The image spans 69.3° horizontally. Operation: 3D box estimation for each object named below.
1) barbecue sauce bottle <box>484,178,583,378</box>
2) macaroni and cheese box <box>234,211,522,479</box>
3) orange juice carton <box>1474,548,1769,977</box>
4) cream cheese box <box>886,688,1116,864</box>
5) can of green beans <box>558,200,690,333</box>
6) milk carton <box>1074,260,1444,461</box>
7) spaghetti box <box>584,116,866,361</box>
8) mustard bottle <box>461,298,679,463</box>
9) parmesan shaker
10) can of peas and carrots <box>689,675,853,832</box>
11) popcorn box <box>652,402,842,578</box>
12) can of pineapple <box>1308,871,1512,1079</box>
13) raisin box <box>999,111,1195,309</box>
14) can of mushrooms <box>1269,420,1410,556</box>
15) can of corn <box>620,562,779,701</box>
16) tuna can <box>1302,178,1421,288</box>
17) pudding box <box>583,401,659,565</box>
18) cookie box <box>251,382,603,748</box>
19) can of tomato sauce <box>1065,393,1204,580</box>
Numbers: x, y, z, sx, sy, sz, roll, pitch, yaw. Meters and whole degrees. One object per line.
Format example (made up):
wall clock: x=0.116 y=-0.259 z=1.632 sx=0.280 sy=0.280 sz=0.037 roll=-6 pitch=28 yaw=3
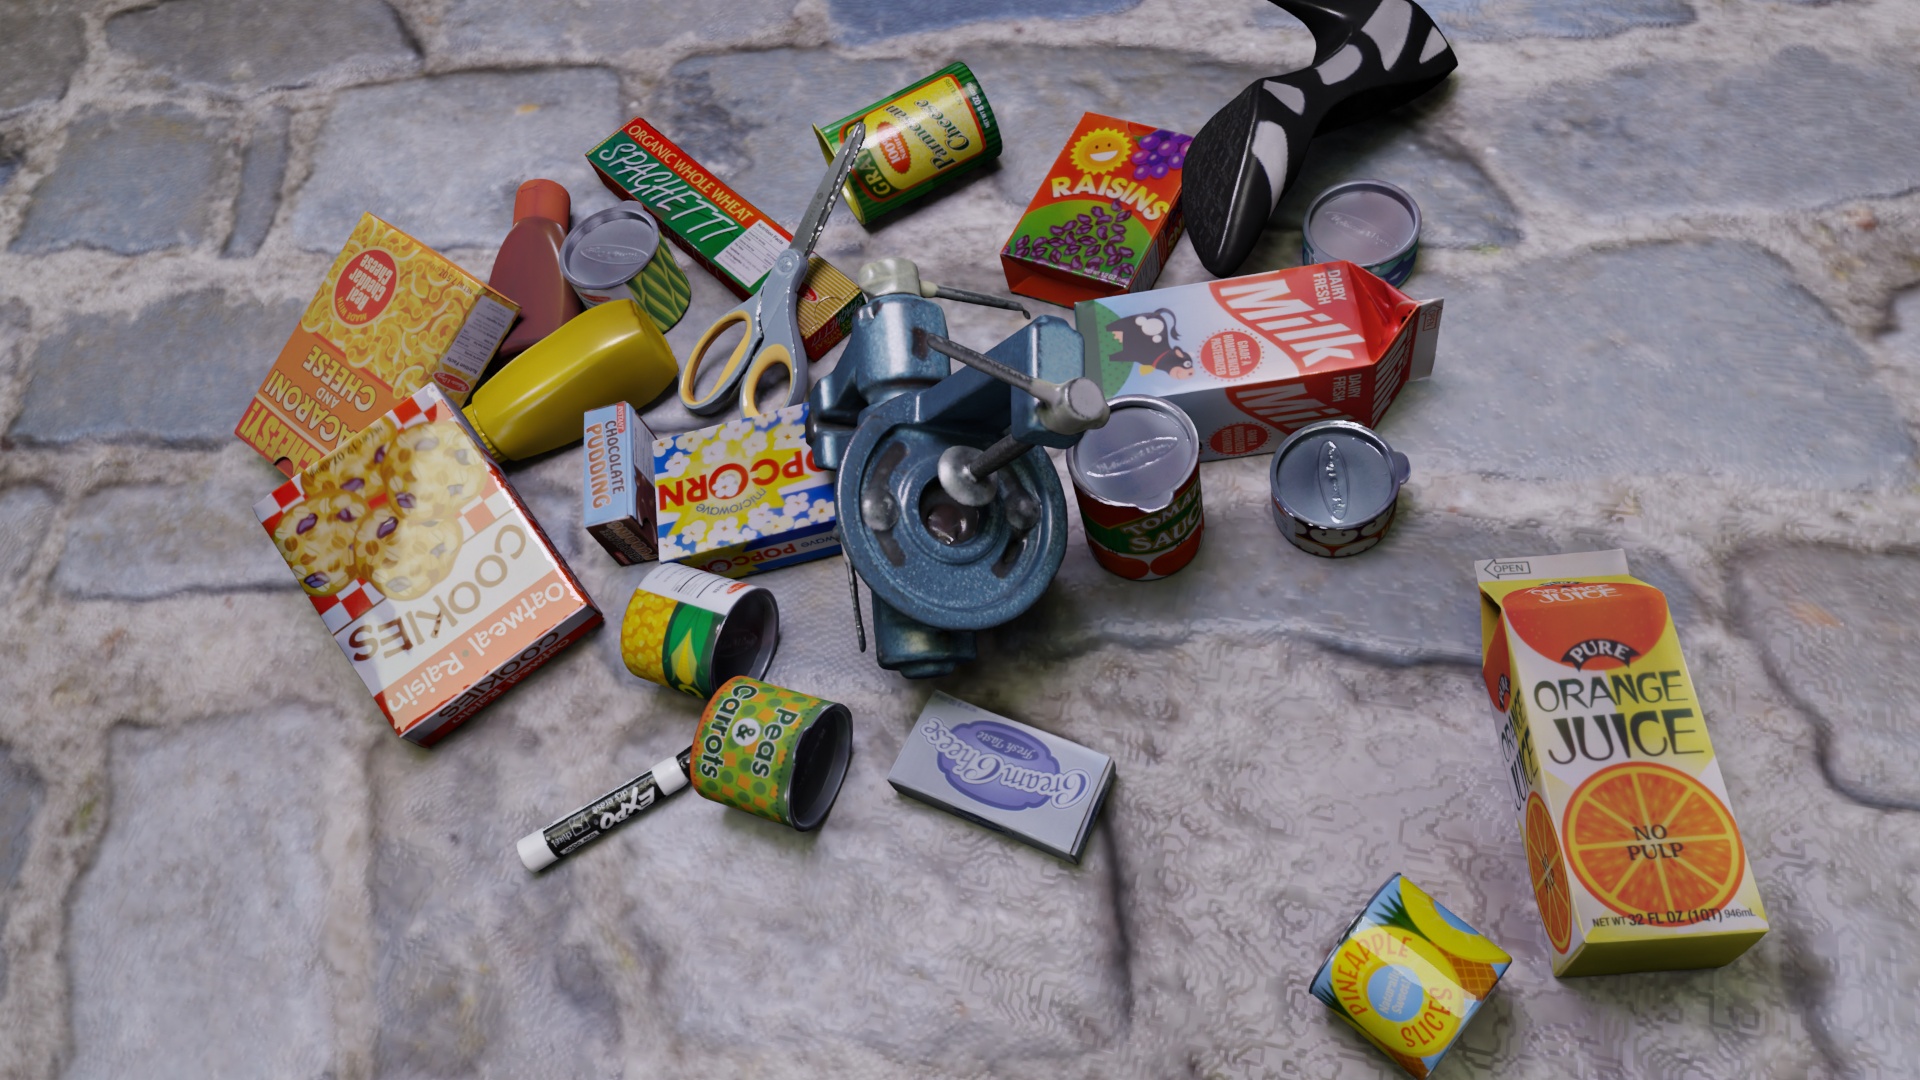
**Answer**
barbecue sauce bottle: x=-0.280 y=-0.173 z=0.915 sx=0.065 sy=0.043 sz=0.149 roll=-13 pitch=58 yaw=12
macaroni and cheese box: x=-0.367 y=-0.106 z=0.869 sx=0.124 sy=0.040 sz=0.166 roll=32 pitch=90 yaw=26
orange juice carton: x=0.286 y=0.090 z=0.623 sx=0.072 sy=0.072 sz=0.193 roll=-7 pitch=59 yaw=9
cream cheese box: x=0.021 y=0.117 z=0.694 sx=0.104 sy=0.024 sz=0.053 roll=18 pitch=67 yaw=21
can of green beans: x=-0.214 y=-0.170 z=0.890 sx=0.071 sy=0.057 sz=0.071 roll=-5 pitch=60 yaw=10
milk carton: x=0.162 y=-0.096 z=0.756 sx=0.190 sy=0.072 sz=0.074 roll=-7 pitch=60 yaw=8
spaghetti box: x=-0.157 y=-0.204 z=0.914 sx=0.050 sy=0.028 sz=0.250 roll=-42 pitch=61 yaw=-12
mustard bottle: x=-0.255 y=-0.087 z=0.850 sx=0.160 sy=0.065 sz=0.049 roll=-29 pitch=57 yaw=1
parmesan shaker: x=-0.034 y=-0.258 z=0.893 sx=0.103 sy=0.071 sz=0.071 roll=-28 pitch=59 yaw=-4
can of peas and carrots: x=-0.096 y=0.106 z=0.700 sx=0.059 sy=0.070 sz=0.071 roll=13 pitch=65 yaw=20
popcorn box: x=-0.110 y=-0.029 z=0.798 sx=0.127 sy=0.038 sz=0.085 roll=-13 pitch=60 yaw=5
can of pineapple: x=0.191 y=0.186 z=0.592 sx=0.058 sy=0.070 sz=0.071 roll=36 pitch=74 yaw=27
raisin box: x=0.090 y=-0.200 z=0.851 sx=0.086 sy=0.040 sz=0.124 roll=20 pitch=66 yaw=23
can of mushrooms: x=0.199 y=-0.027 z=0.732 sx=0.071 sy=0.033 sz=0.071 roll=-6 pitch=59 yaw=10
can of corn: x=-0.140 y=0.052 z=0.744 sx=0.058 sy=0.071 sz=0.071 roll=15 pitch=65 yaw=21
tuna can: x=0.231 y=-0.173 z=0.808 sx=0.071 sy=0.032 sz=0.071 roll=-5 pitch=60 yaw=10
pudding box: x=-0.197 y=-0.033 z=0.813 sx=0.030 sy=0.049 sz=0.084 roll=-14 pitch=59 yaw=7
cookie box: x=-0.301 y=0.013 z=0.790 sx=0.123 sy=0.040 sz=0.167 roll=-37 pitch=77 yaw=-7
can of tomato sauce: x=0.094 y=-0.025 z=0.725 sx=0.071 sy=0.082 sz=0.071 roll=-5 pitch=60 yaw=10
